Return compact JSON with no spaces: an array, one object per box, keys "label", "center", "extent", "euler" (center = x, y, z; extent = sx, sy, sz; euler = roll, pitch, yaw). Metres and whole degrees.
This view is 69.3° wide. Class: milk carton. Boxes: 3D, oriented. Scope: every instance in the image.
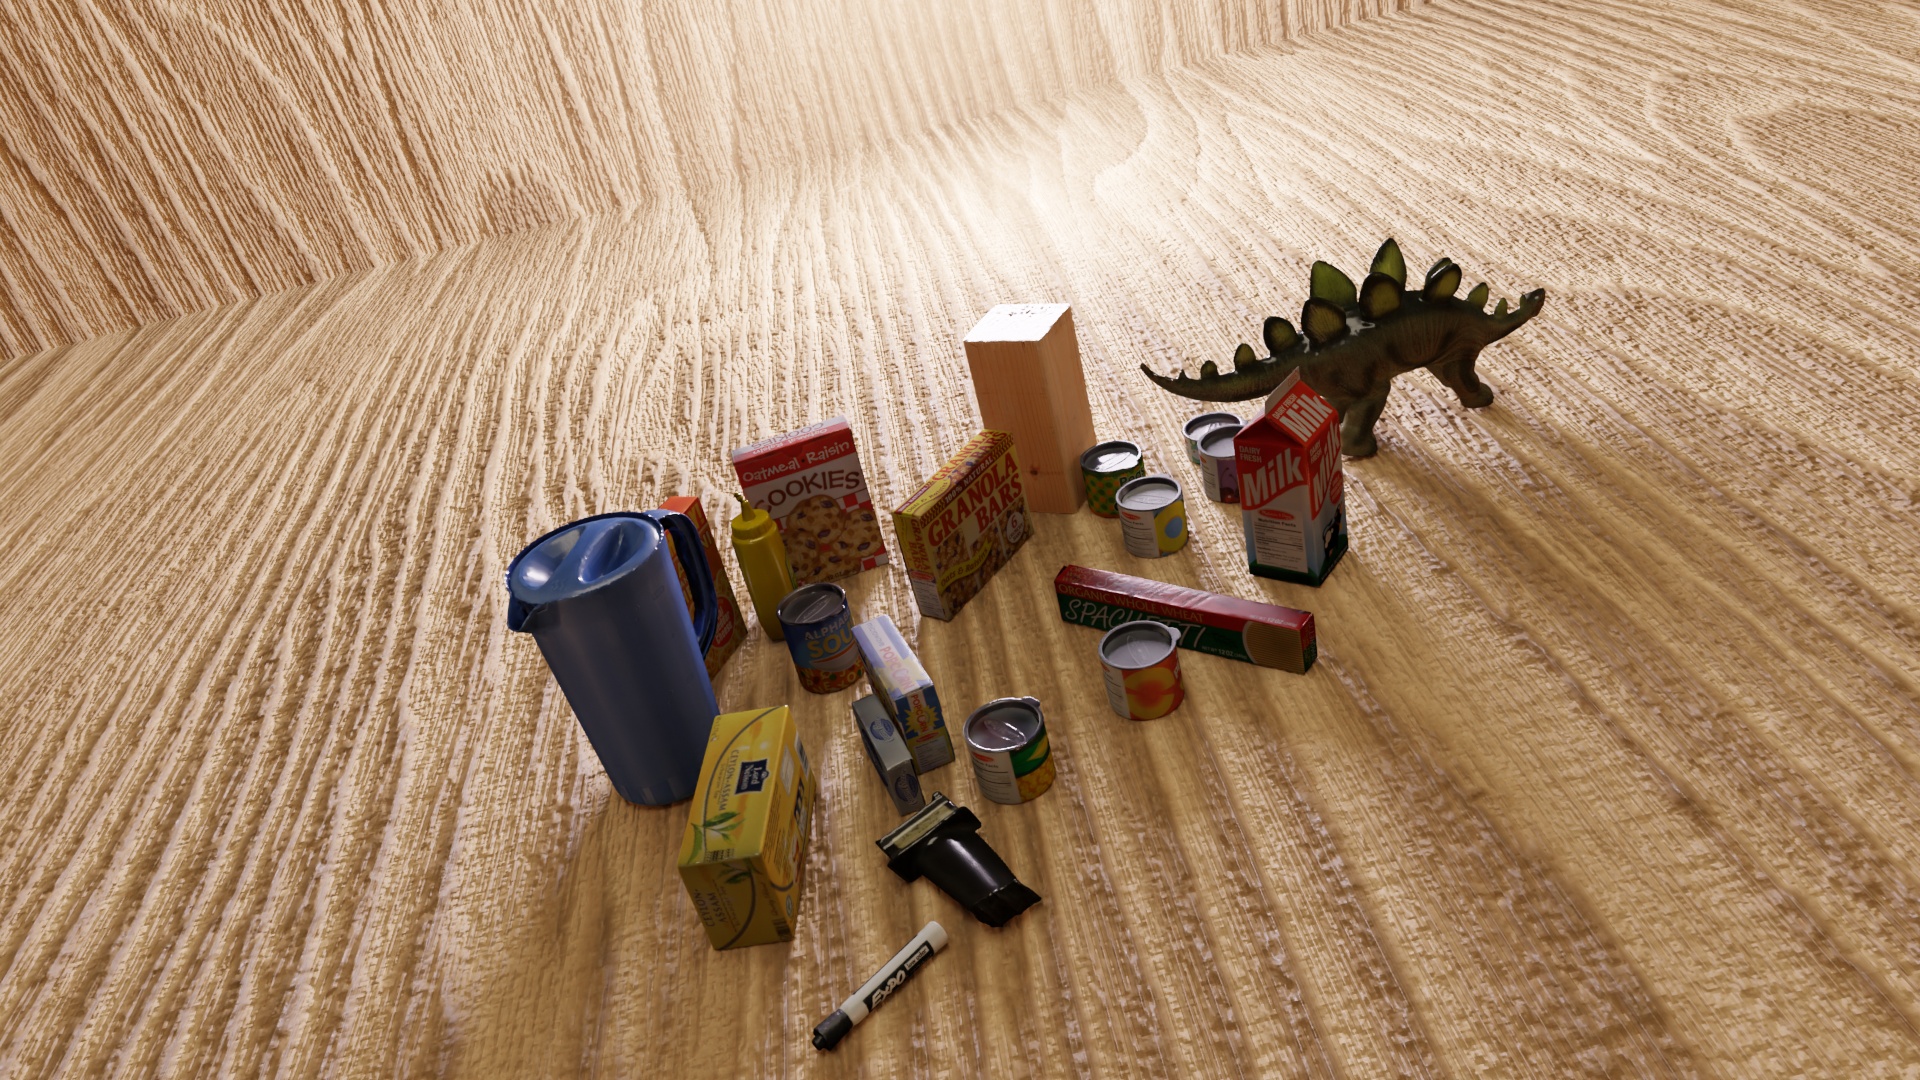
[{"label":"milk carton","center":[0.302,-0.059,1.269],"extent":[0.073,0.189,0.073],"euler":[11,39,36]}]

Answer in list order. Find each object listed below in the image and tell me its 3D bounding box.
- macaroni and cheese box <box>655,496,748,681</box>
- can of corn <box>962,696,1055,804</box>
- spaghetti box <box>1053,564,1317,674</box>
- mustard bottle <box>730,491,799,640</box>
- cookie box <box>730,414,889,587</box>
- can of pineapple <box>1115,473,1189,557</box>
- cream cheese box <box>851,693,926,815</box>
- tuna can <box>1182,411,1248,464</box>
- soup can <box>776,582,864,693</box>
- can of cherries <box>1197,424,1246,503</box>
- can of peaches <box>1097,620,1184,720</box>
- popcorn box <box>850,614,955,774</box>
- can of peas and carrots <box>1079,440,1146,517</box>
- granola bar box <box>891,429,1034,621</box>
[{"label":"macaroni and cheese box","center":[-0.272,0.059,1.335],"extent":[0.040,0.165,0.124],"euler":[1,34,24]},{"label":"can of corn","center":[0.042,0.170,1.131],"extent":[0.071,0.058,0.071],"euler":[-10,31,6]},{"label":"spaghetti box","center":[0.195,0.068,1.243],"extent":[0.250,0.050,0.029],"euler":[11,39,35]},{"label":"mustard bottle","center":[-0.194,0.021,1.372],"extent":[0.049,0.159,0.065],"euler":[-17,31,-4]},{"label":"cookie box","center":[-0.154,-0.034,1.437],"extent":[0.123,0.166,0.040],"euler":[-19,31,-8]},{"label":"can of pineapple","center":[0.193,-0.024,1.386],"extent":[0.071,0.057,0.071],"euler":[-10,31,6]},{"label":"cream cheese box","center":[-0.061,0.179,1.164],"extent":[0.024,0.053,0.104],"euler":[-21,31,-12]},{"label":"tuna can","center":[0.280,-0.111,1.517],"extent":[0.071,0.032,0.071],"euler":[-10,31,6]},{"label":"soup can","center":[-0.128,0.092,1.302],"extent":[0.071,0.083,0.072],"euler":[-10,31,6]},{"label":"can of cherries","center":[0.285,-0.080,1.439],"extent":[0.071,0.058,0.072],"euler":[-10,31,6]},{"label":"can of peaches","center":[0.157,0.110,1.182],"extent":[0.071,0.057,0.071],"euler":[-10,31,6]},{"label":"popcorn box","center":[-0.051,0.131,1.206],"extent":[0.038,0.084,0.127],"euler":[-21,31,-12]},{"label":"can of peas and carrots","center":[0.164,-0.064,1.462],"extent":[0.071,0.058,0.071],"euler":[-10,31,6]},{"label":"granola bar box","center":[0.005,-0.017,1.387],"extent":[0.039,0.123,0.166],"euler":[10,38,35]}]
